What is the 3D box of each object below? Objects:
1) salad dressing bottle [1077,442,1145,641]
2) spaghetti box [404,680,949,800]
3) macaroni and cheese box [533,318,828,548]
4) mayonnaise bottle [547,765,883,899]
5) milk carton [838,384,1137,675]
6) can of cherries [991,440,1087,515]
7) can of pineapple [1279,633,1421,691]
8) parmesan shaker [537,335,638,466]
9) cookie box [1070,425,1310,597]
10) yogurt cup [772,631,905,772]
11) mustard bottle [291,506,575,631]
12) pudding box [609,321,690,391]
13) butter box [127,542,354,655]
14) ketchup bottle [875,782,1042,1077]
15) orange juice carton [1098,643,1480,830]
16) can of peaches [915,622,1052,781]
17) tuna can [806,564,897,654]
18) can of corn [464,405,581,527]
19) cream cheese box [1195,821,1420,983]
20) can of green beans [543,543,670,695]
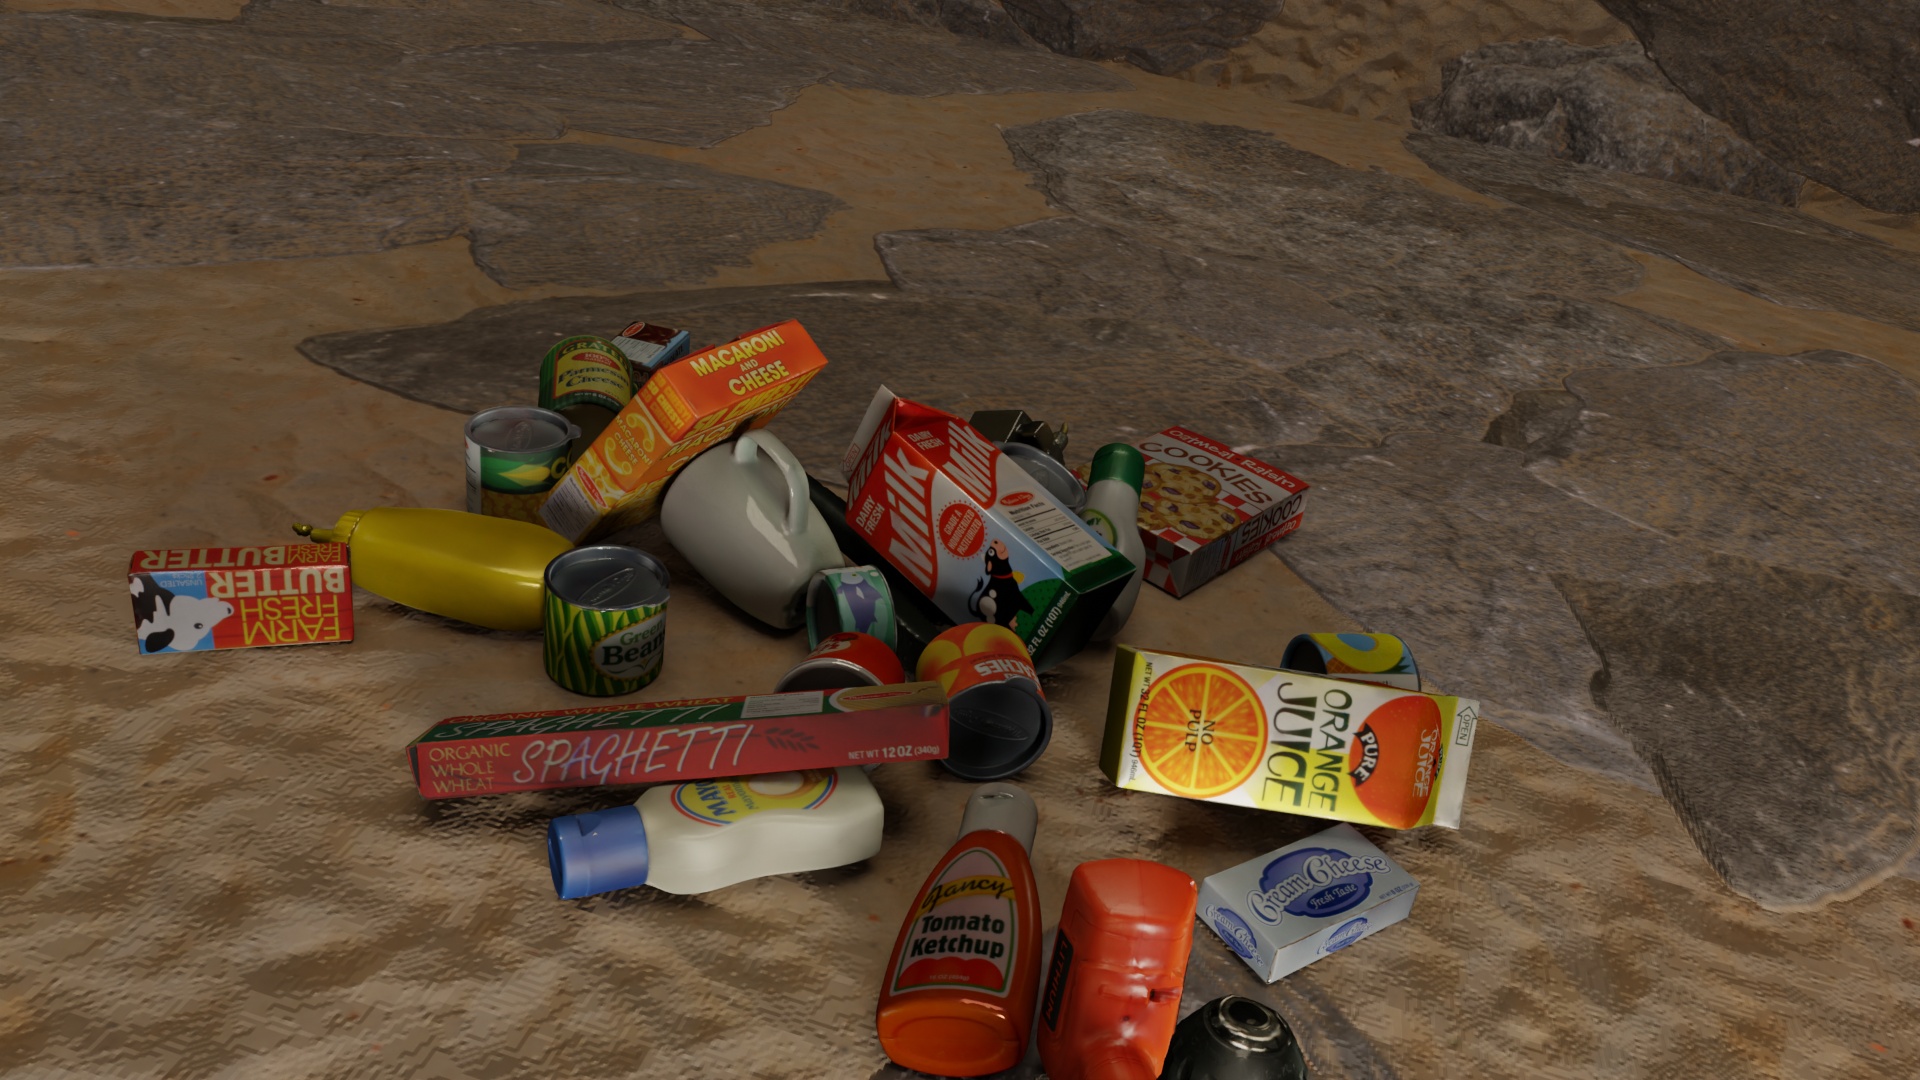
[{"bbox_3d":[0.093,-0.003,0.904,0.044,0.064,0.148,43,41,-25],"label":"salad dressing bottle"},{"bbox_3d":[-0.131,0.095,0.667,0.250,0.028,0.050,-4,7,-4],"label":"spaghetti box"},{"bbox_3d":[-0.174,-0.064,0.858,0.040,0.165,0.124,54,39,2],"label":"macaroni and cheese box"},{"bbox_3d":[-0.114,0.134,0.648,0.148,0.041,0.065,-6,26,-27],"label":"mayonnaise bottle"},{"bbox_3d":[0.003,-0.010,0.830,0.191,0.072,0.074,42,31,20],"label":"milk carton"},{"bbox_3d":[0.037,-0.022,0.896,0.071,0.058,0.072,24,29,-14],"label":"can of cherries"},{"bbox_3d":[0.226,0.086,0.813,0.058,0.070,0.071,2,30,-14],"label":"can of pineapple"},{"bbox_3d":[-0.259,-0.092,0.973,0.071,0.071,0.103,1,31,-16],"label":"parmesan shaker"},{"bbox_3d":[0.160,-0.028,1.015,0.123,0.040,0.168,29,35,32],"label":"cookie box"},{"bbox_3d":[-0.061,0.083,0.733,0.072,0.072,0.054,13,21,5],"label":"yogurt cup"},{"bbox_3d":[-0.305,0.010,0.797,0.160,0.048,0.065,12,29,4],"label":"mustard bottle"},{"bbox_3d":[-0.252,-0.144,1.100,0.050,0.030,0.084,12,29,6],"label":"pudding box"},{"bbox_3d":[-0.378,0.030,0.735,0.104,0.052,0.024,-3,34,-22],"label":"butter box"},{"bbox_3d":[0.008,0.168,0.623,0.065,0.043,0.149,-3,27,13],"label":"ketchup bottle"},{"bbox_3d":[0.176,0.105,0.734,0.193,0.072,0.073,9,-2,-2],"label":"orange juice carton"},{"bbox_3d":[0.013,0.084,0.746,0.071,0.071,0.058,3,29,-13],"label":"can of peaches"},{"bbox_3d":[-0.062,0.050,0.789,0.033,0.070,0.071,-5,33,-24],"label":"tuna can"},{"bbox_3d":[-0.281,-0.047,0.893,0.071,0.058,0.071,8,29,-4],"label":"can of corn"},{"bbox_3d":[0.170,0.176,0.683,0.104,0.024,0.053,-11,35,-33],"label":"cream cheese box"},{"bbox_3d":[-0.195,0.043,0.764,0.071,0.057,0.071,8,29,-4],"label":"can of green beans"}]
